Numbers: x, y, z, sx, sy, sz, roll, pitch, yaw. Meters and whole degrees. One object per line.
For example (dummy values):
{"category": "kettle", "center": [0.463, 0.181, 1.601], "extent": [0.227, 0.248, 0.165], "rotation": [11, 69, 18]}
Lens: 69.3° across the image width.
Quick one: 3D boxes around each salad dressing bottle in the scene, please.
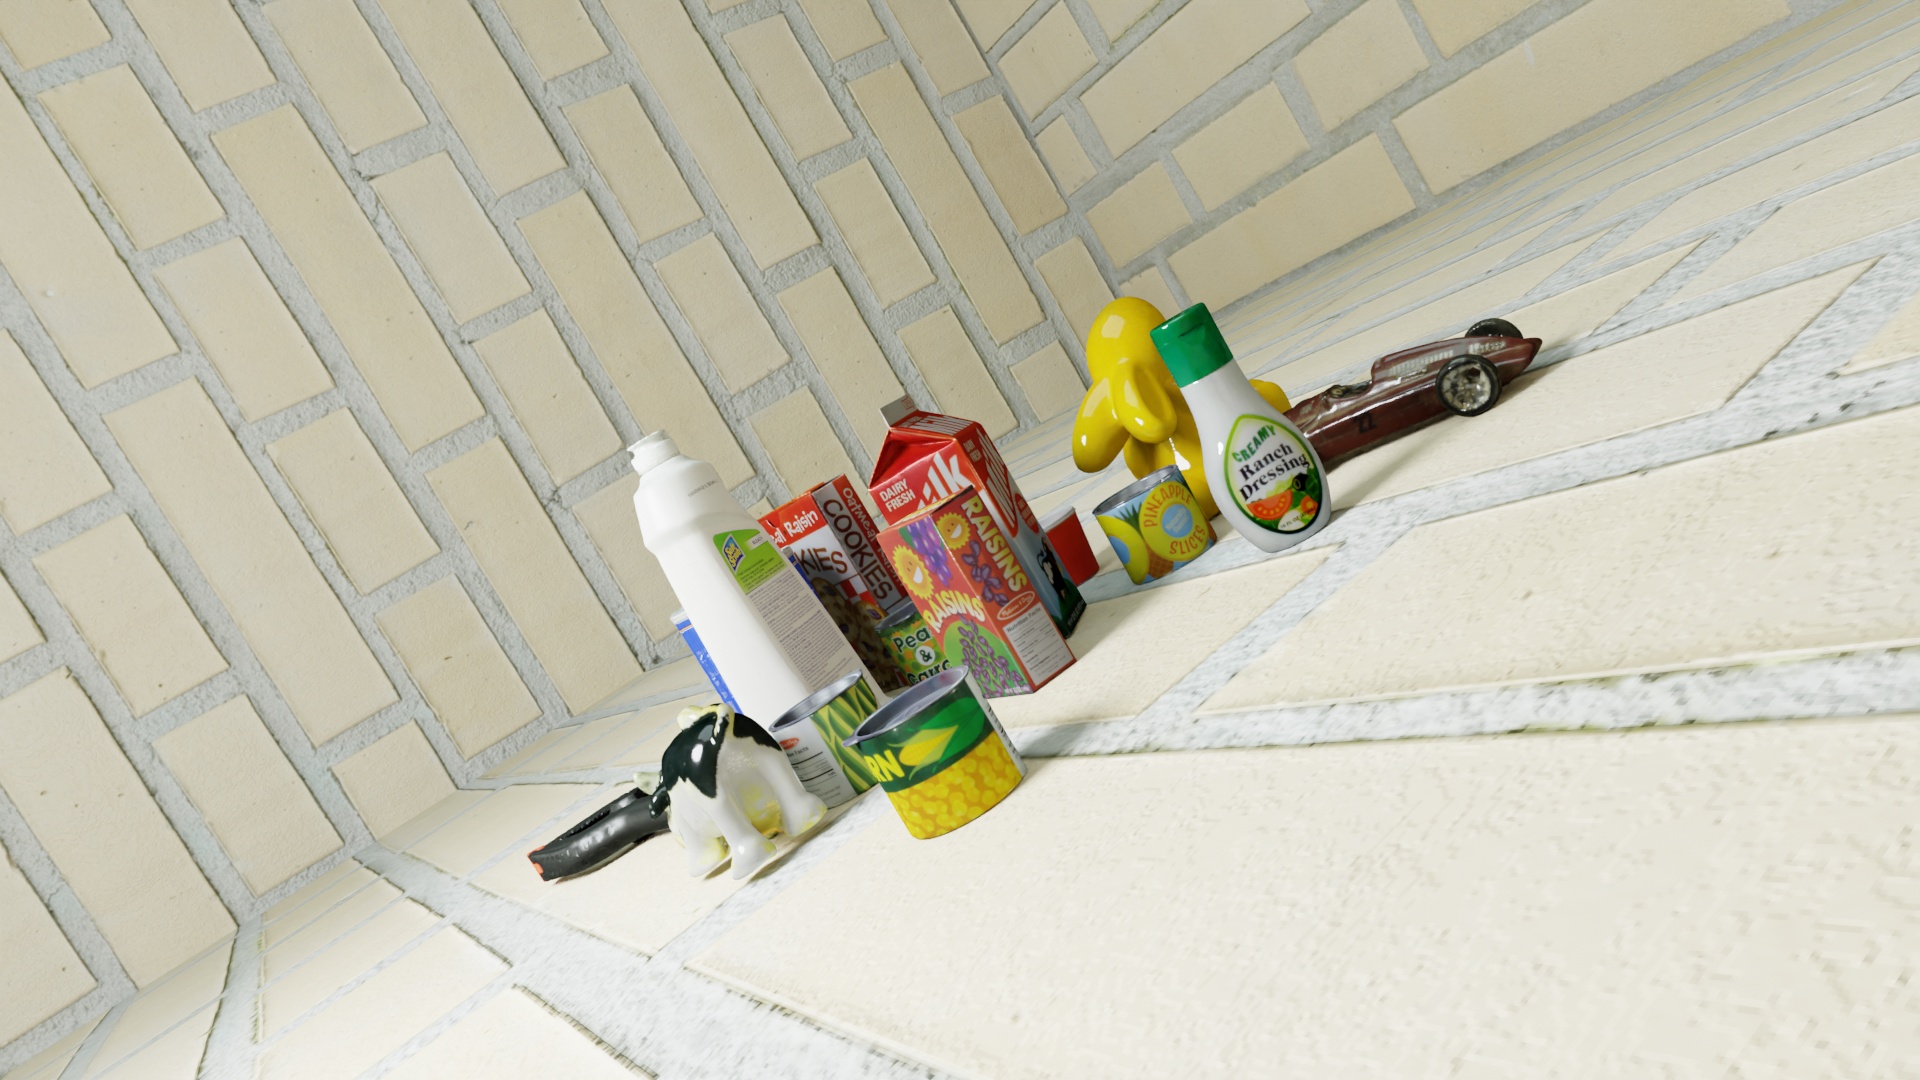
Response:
{"category": "salad dressing bottle", "center": [0.161, -0.066, 0.807], "extent": [0.064, 0.147, 0.044], "rotation": [-31, 5, -2]}

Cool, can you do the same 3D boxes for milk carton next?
{"category": "milk carton", "center": [0.003, -0.012, 0.935], "extent": [0.073, 0.190, 0.072], "rotation": [-29, 5, 18]}

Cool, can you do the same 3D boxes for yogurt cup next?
{"category": "yogurt cup", "center": [0.071, 0.012, 1.077], "extent": [0.072, 0.054, 0.072], "rotation": [-30, 5, 3]}

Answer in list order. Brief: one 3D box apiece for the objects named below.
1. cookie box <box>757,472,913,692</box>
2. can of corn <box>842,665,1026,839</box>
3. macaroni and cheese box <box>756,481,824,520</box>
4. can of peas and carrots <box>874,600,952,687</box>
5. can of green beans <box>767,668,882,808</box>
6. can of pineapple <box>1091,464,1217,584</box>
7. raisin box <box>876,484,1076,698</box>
{"category": "cookie box", "center": [-0.092, 0.041, 1.092], "extent": [0.040, 0.167, 0.122], "rotation": [-34, 6, -37]}
{"category": "can of corn", "center": [-0.012, 0.103, 0.670], "extent": [0.071, 0.058, 0.071], "rotation": [-30, 5, 3]}
{"category": "macaroni and cheese box", "center": [-0.141, 0.045, 1.324], "extent": [0.124, 0.166, 0.040], "rotation": [-33, 5, -27]}
{"category": "can of peas and carrots", "center": [-0.020, 0.072, 0.998], "extent": [0.071, 0.058, 0.071], "rotation": [-30, 5, 3]}
{"category": "can of green beans", "center": [-0.073, 0.121, 0.842], "extent": [0.071, 0.058, 0.071], "rotation": [-30, 5, 3]}
{"category": "can of pineapple", "center": [0.132, -0.011, 0.938], "extent": [0.071, 0.058, 0.071], "rotation": [-30, 5, 3]}
{"category": "raisin box", "center": [0.008, 0.034, 0.849], "extent": [0.040, 0.123, 0.086], "rotation": [-33, 6, -26]}
